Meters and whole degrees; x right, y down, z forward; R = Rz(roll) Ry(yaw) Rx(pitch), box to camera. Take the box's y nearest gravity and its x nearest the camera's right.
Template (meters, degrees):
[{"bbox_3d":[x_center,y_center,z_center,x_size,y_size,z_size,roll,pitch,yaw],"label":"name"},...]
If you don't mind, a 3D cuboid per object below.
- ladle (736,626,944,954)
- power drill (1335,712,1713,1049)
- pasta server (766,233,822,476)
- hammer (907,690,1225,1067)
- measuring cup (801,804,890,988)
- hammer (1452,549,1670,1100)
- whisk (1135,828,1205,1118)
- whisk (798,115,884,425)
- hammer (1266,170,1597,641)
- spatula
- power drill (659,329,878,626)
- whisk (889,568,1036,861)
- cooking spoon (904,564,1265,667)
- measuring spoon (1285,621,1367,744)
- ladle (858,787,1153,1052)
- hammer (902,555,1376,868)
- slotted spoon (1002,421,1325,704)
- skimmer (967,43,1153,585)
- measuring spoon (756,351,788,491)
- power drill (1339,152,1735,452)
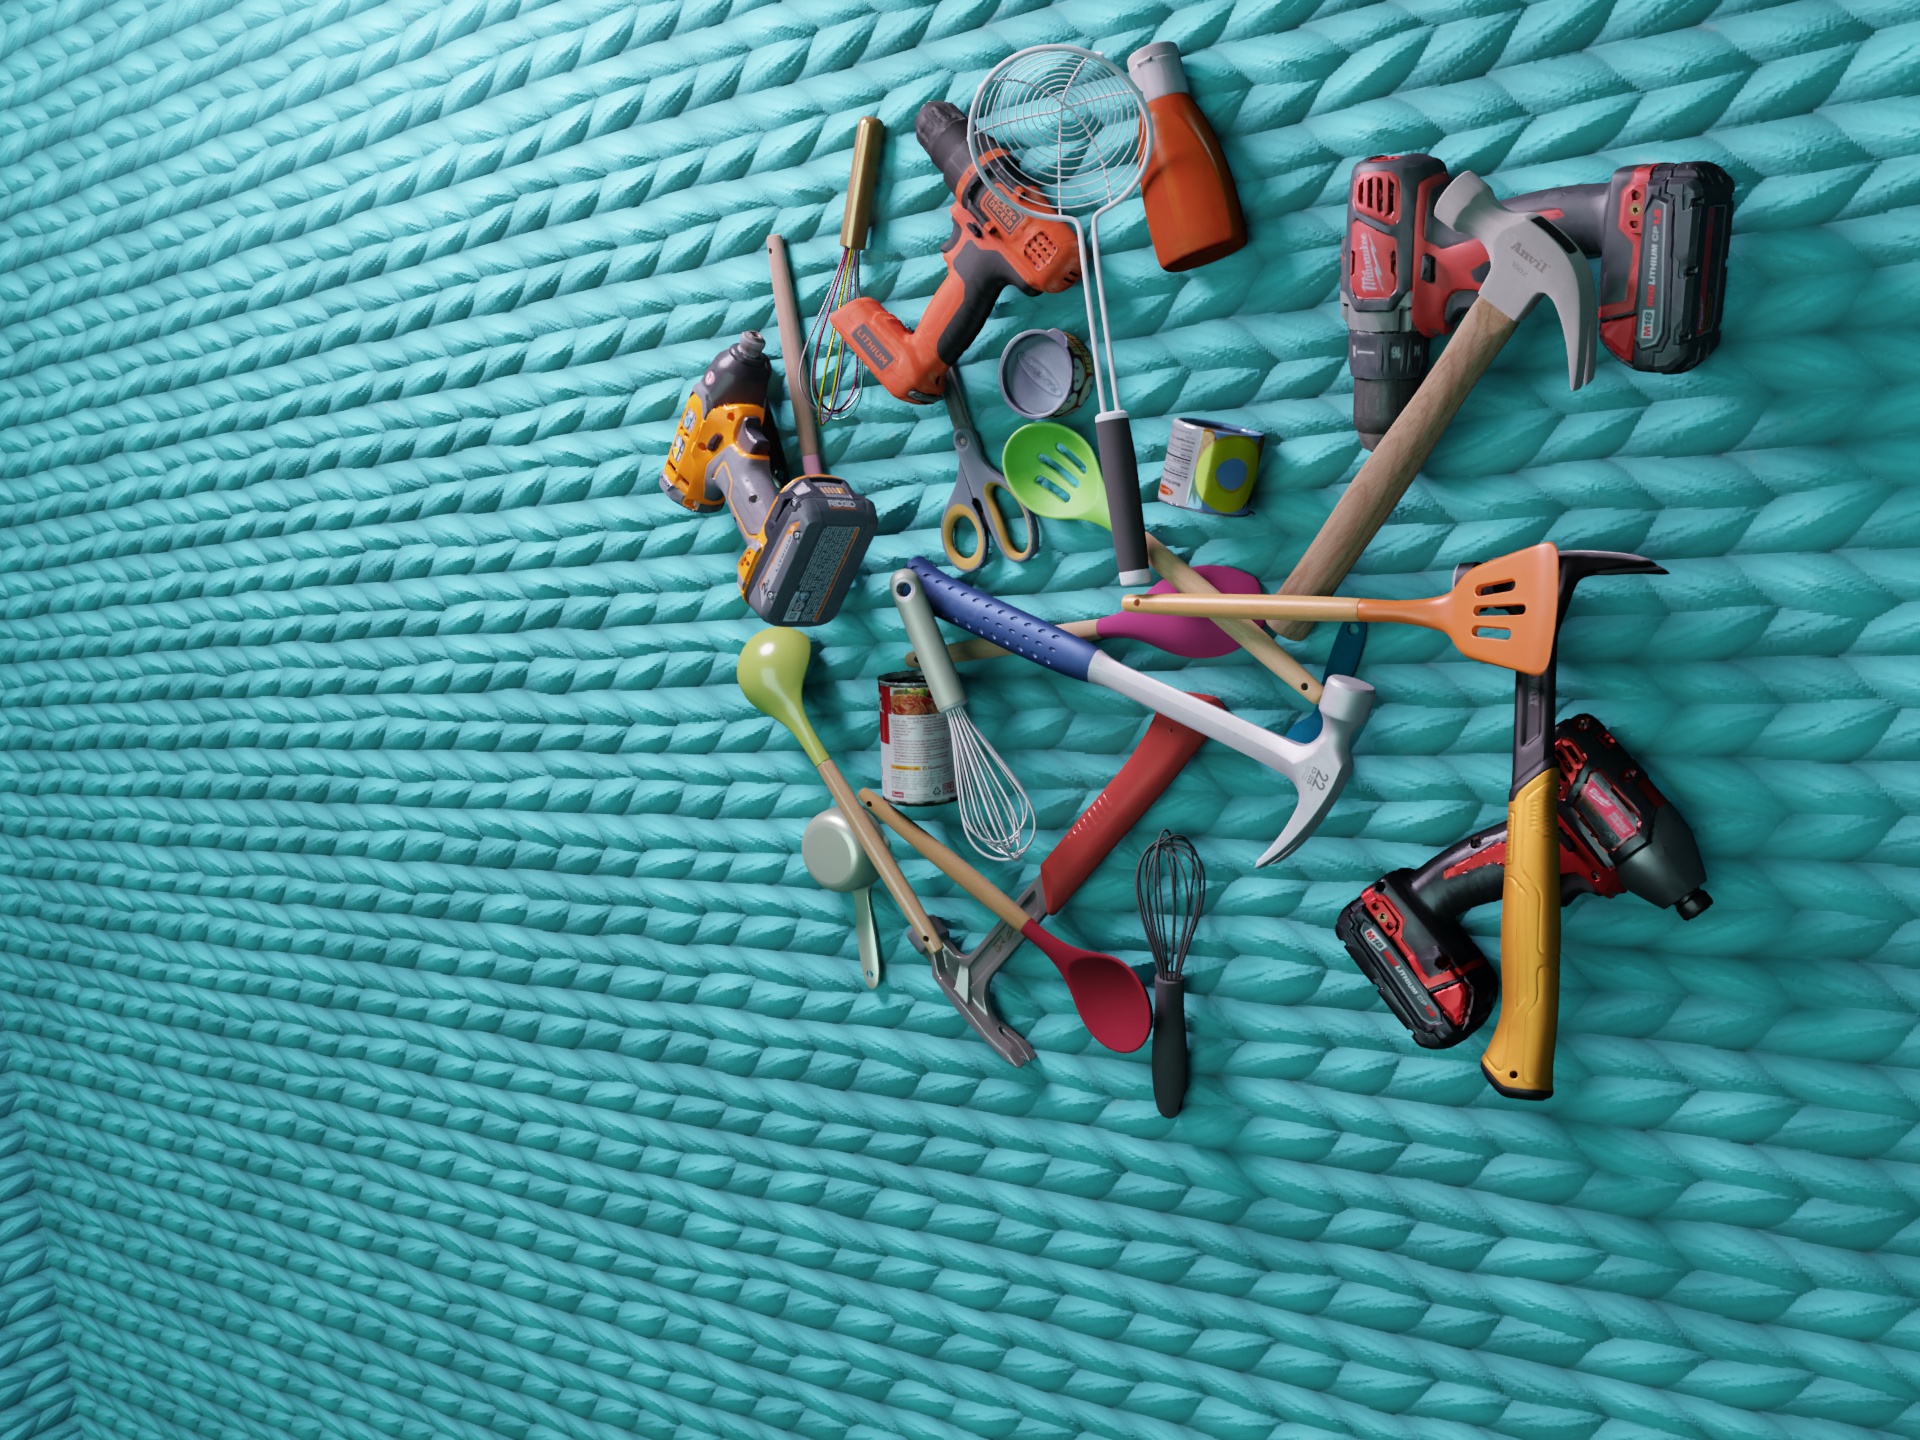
[{"bbox_3d":[-0.096,0.057,1.358,0.078,0.062,0.320,-38,78,25],"label":"ladle"},{"bbox_3d":[0.368,0.114,1.038,0.219,0.078,0.143,-46,68,28],"label":"power drill"},{"bbox_3d":[-0.137,-0.250,1.340,0.060,0.040,0.316,-5,96,46],"label":"pasta server"},{"bbox_3d":[0.096,0.117,1.254,0.149,0.036,0.359,48,122,17],"label":"hammer"},{"bbox_3d":[-0.098,0.158,1.394,0.083,0.038,0.167,-6,94,35],"label":"measuring cup"},{"bbox_3d":[0.359,0.062,0.973,0.127,0.034,0.337,-2,79,42],"label":"hammer"},{"bbox_3d":[0.161,0.198,1.223,0.055,0.055,0.239,9,109,33],"label":"whisk"},{"bbox_3d":[-0.090,-0.359,1.283,0.051,0.047,0.245,20,107,32],"label":"whisk"},{"bbox_3d":[0.284,-0.170,1.013,0.130,0.031,0.331,45,138,18],"label":"hammer"},{"bbox_3d":[0.240,-0.076,1.057,0.323,0.041,0.081,5,89,39],"label":"spatula"},{"bbox_3d":[-0.160,-0.201,1.299,0.227,0.084,0.164,52,129,33],"label":"power drill"},{"bbox_3d":[-0.002,-0.004,1.243,0.058,0.059,0.246,-22,88,14],"label":"whisk"},{"bbox_3d":[0.087,-0.067,1.233,0.319,0.017,0.069,-8,95,35],"label":"cooking spoon"},{"bbox_3d":[0.258,-0.018,1.121,0.042,0.021,0.128,26,115,28],"label":"measuring spoon"},{"bbox_3d":[0.032,0.149,1.265,0.316,0.031,0.069,38,118,23],"label":"ladle"},{"bbox_3d":[0.106,-0.031,1.179,0.406,0.035,0.144,28,110,35],"label":"hammer"},{"bbox_3d":[0.148,-0.115,1.164,0.314,0.031,0.070,44,117,23],"label":"slotted spoon"},{"bbox_3d":[0.089,-0.272,1.104,0.127,0.090,0.363,-7,97,19],"label":"skimmer"},{"bbox_3d":[-0.164,-0.260,1.375,0.034,0.018,0.124,-5,103,35],"label":"measuring spoon"},{"bbox_3d":[0.342,-0.255,0.984,0.227,0.080,0.187,12,113,37],"label":"power drill"}]
